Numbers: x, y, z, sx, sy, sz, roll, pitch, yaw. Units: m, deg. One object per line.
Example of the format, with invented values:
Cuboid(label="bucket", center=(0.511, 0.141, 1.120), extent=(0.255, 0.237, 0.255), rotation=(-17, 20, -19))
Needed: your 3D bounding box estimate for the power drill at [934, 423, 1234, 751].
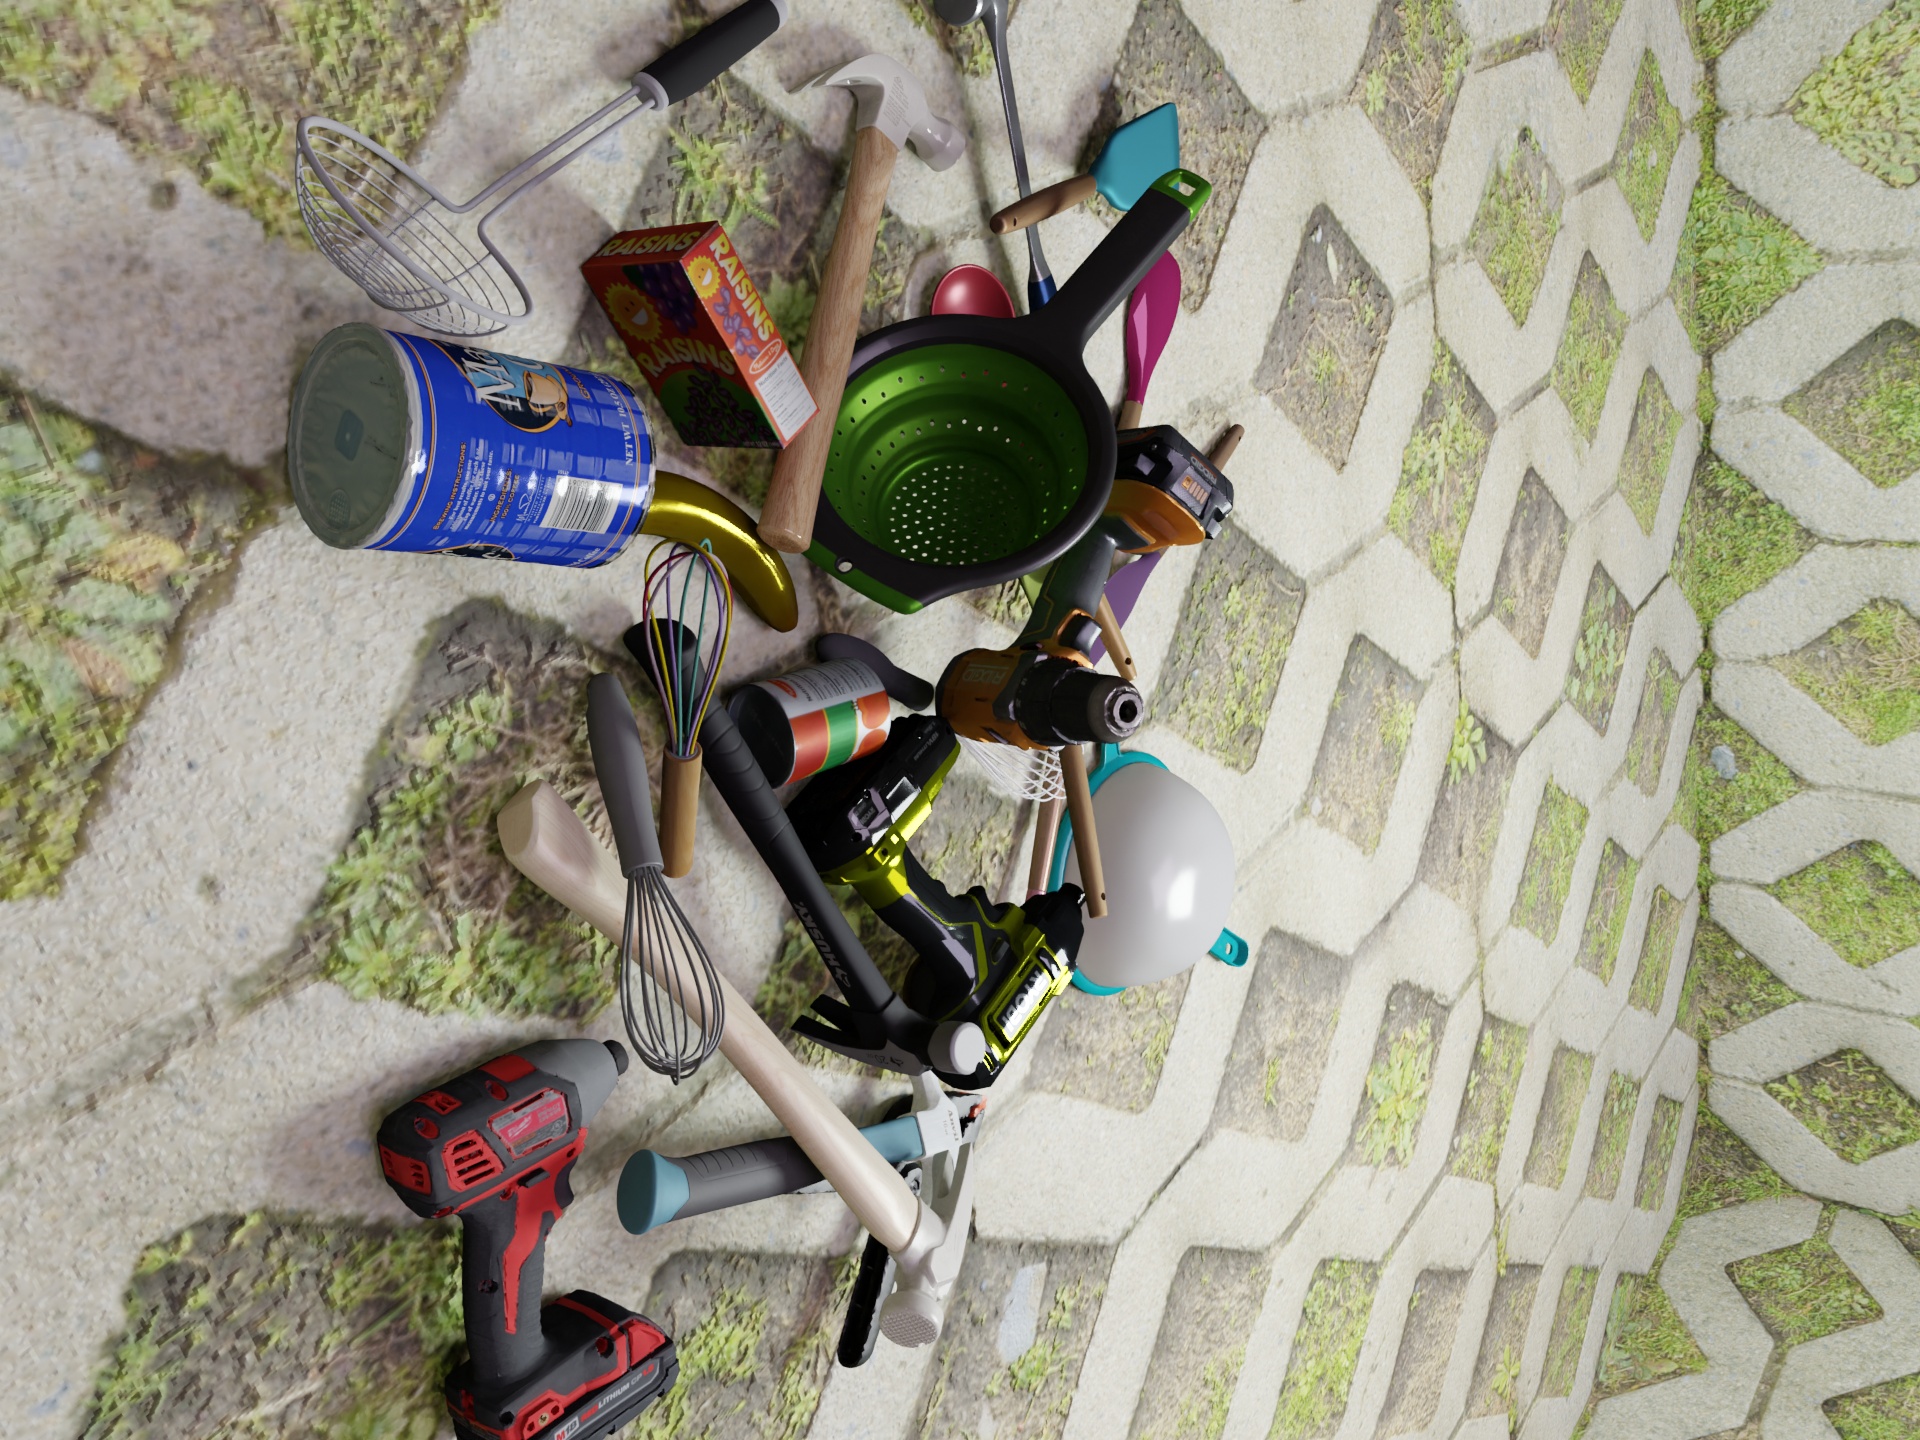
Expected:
Cuboid(label="power drill", center=(0.090, -0.080, 1.031), extent=(0.084, 0.185, 0.226), rotation=(37, 76, -28))

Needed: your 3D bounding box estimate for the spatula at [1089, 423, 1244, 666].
Cuboid(label="spatula", center=(0.172, -0.157, 1.335), extent=(0.316, 0.018, 0.059), rotation=(-53, 145, -34))

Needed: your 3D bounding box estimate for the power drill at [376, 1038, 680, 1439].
Cuboid(label="power drill", center=(-0.230, 0.287, 0.879), extent=(0.143, 0.078, 0.219), rotation=(-23, 112, -48))

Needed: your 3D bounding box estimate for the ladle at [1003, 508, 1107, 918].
Cuboid(label="ladle", center=(0.083, -0.018, 1.151), extent=(0.078, 0.062, 0.320), rotation=(6, 71, -51))

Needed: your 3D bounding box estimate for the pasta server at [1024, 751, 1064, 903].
Cuboid(label="pasta server", center=(0.058, 0.105, 1.245), extent=(0.060, 0.040, 0.316), rotation=(21, 76, -51))

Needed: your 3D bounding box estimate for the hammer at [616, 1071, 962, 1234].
Cuboid(label="hammer", center=(-0.094, 0.274, 1.000), extent=(0.330, 0.033, 0.128), rotation=(12, 59, -58))

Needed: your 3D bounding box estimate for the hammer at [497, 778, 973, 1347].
Cuboid(label="hammer", center=(-0.122, 0.188, 0.944), extent=(0.410, 0.038, 0.146), rotation=(53, 28, -22))

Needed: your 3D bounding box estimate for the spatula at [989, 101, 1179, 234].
Cuboid(label="spatula", center=(0.091, -0.374, 1.115), extent=(0.317, 0.044, 0.082), rotation=(-48, 140, -56))

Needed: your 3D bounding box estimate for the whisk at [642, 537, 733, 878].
Cuboid(label="whisk", center=(-0.155, -0.002, 0.881), extent=(0.051, 0.047, 0.244), rotation=(-92, -169, -48))

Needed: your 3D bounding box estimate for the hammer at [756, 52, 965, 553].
Cuboid(label="hammer", center=(-0.075, -0.261, 0.978), extent=(0.130, 0.031, 0.331), rotation=(29, 66, -47))

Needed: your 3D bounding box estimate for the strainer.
Cuboid(label="strainer", center=(0.204, 0.161, 1.380), extent=(0.340, 0.095, 0.211), rotation=(37, 68, -47))

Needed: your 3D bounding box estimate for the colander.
Cuboid(label="colander", center=(0.044, -0.214, 1.056), extent=(0.397, 0.204, 0.094), rotation=(-51, 164, -19))

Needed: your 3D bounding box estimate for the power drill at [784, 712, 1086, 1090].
Cuboid(label="power drill", center=(-0.007, 0.111, 1.071), extent=(0.223, 0.080, 0.171), rotation=(55, 52, -20))

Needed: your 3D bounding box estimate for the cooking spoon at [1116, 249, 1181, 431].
Cuboid(label="cooking spoon", center=(0.134, -0.231, 1.283), extent=(0.068, 0.017, 0.319), rotation=(26, 76, -53))

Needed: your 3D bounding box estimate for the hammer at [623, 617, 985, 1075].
Cuboid(label="hammer", center=(-0.111, 0.083, 0.974), extent=(0.035, 0.146, 0.334), rotation=(-46, 118, -37))

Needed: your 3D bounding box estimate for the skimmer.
Cuboid(label="skimmer", center=(-0.185, -0.312, 0.810), extent=(0.127, 0.090, 0.363), rotation=(45, 54, -9))

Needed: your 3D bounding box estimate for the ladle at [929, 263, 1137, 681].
Cuboid(label="ladle", center=(0.057, -0.169, 1.124), extent=(0.069, 0.031, 0.315), rotation=(-30, 102, -22))

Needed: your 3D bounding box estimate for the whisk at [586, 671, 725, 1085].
Cuboid(label="whisk", center=(-0.172, 0.079, 0.856), extent=(0.055, 0.055, 0.239), rotation=(14, 52, -52))

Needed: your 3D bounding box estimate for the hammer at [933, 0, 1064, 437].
Cuboid(label="hammer", center=(0.058, -0.331, 1.139), extent=(0.144, 0.035, 0.405), rotation=(-58, 142, -51))

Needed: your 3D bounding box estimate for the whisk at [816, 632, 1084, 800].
Cuboid(label="whisk", center=(-0.001, -0.003, 1.128), extent=(0.284, 0.070, 0.070), rotation=(27, 75, -46))
